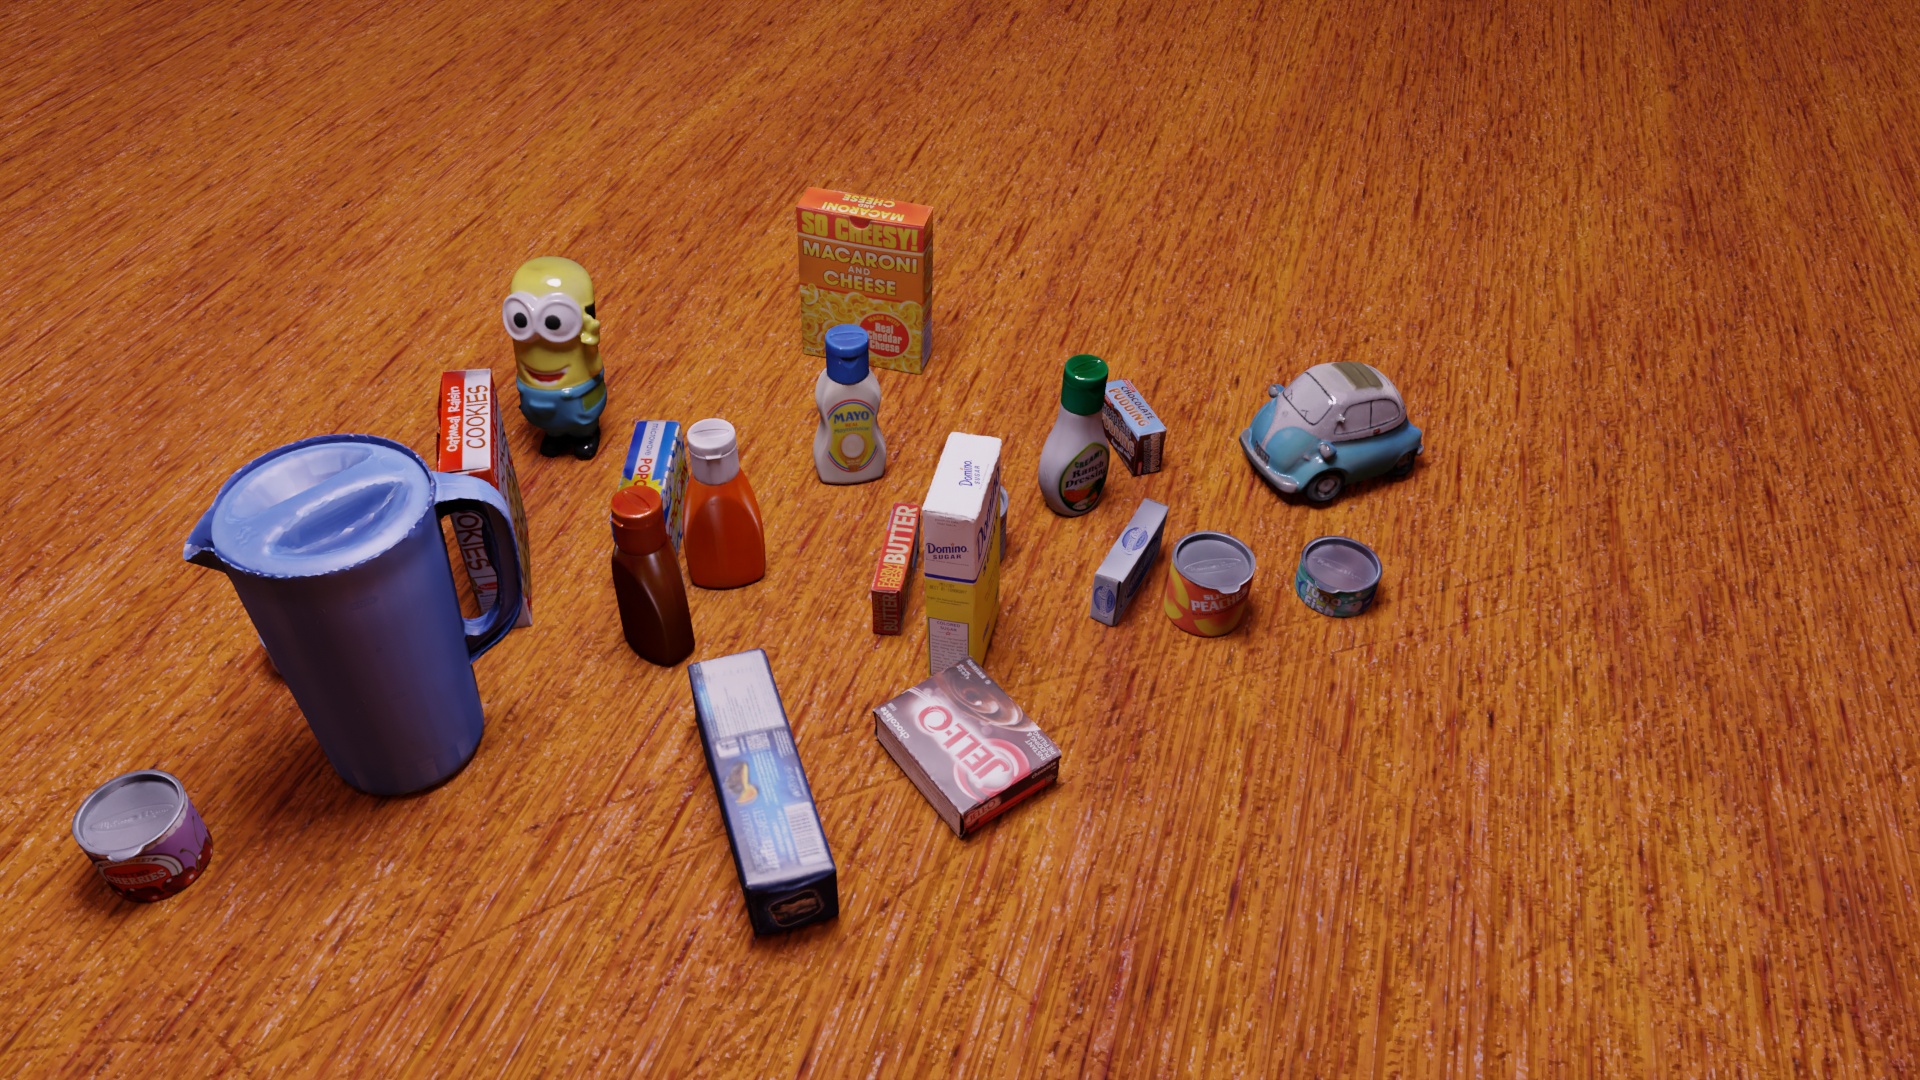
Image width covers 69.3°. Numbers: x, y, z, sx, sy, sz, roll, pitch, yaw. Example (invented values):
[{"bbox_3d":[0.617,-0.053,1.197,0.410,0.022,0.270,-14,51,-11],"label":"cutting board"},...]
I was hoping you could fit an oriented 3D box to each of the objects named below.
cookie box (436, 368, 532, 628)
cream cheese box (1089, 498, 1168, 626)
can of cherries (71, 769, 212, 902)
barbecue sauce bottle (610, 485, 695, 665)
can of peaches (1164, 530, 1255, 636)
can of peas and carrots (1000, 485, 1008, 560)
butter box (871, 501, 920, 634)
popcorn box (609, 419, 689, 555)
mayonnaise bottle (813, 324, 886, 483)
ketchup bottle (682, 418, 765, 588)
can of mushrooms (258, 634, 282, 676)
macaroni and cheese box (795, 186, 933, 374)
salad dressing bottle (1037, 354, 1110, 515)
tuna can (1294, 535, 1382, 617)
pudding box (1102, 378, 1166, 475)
[{"bbox_3d":[-0.369,-0.031,1.080,0.040,0.166,0.123,-9,44,-11],"label":"cookie box"},{"bbox_3d":[0.138,0.017,1.136,0.024,0.053,0.104,21,46,19],"label":"cream cheese box"},{"bbox_3d":[-0.535,0.196,0.911,0.071,0.058,0.072,1,43,-1],"label":"can of cherries"},{"bbox_3d":[-0.234,0.025,1.041,0.065,0.147,0.044,32,51,28],"label":"barbecue sauce bottle"},{"bbox_3d":[0.200,0.037,1.115,0.071,0.057,0.071,1,43,-1],"label":"can of peaches"},{"bbox_3d":[0.004,-0.015,1.159,0.071,0.058,0.071,1,43,-1],"label":"can of peas and carrots"},{"bbox_3d":[-0.051,0.022,1.122,0.024,0.052,0.104,7,43,4],"label":"butter box"},{"bbox_3d":[-0.253,-0.028,1.142,0.038,0.084,0.127,1,43,-1],"label":"popcorn box"},{"bbox_3d":[-0.097,-0.116,1.197,0.065,0.147,0.041,-6,44,-9],"label":"mayonnaise bottle"},{"bbox_3d":[-0.190,-0.028,1.099,0.065,0.148,0.044,-6,44,-9],"label":"ketchup bottle"},{"bbox_3d":[-0.494,0.073,1.061,0.071,0.033,0.071,1,43,-1],"label":"can of mushrooms"},{"bbox_3d":[-0.089,-0.244,1.320,0.124,0.165,0.040,11,44,9],"label":"macaroni and cheese box"},{"bbox_3d":[0.100,-0.089,1.178,0.064,0.146,0.044,-22,48,-23],"label":"salad dressing bottle"},{"bbox_3d":[0.310,0.031,1.144,0.071,0.032,0.071,1,43,-1],"label":"tuna can"},{"bbox_3d":[0.156,-0.104,1.268,0.030,0.049,0.084,-13,46,-16],"label":"pudding box"}]
